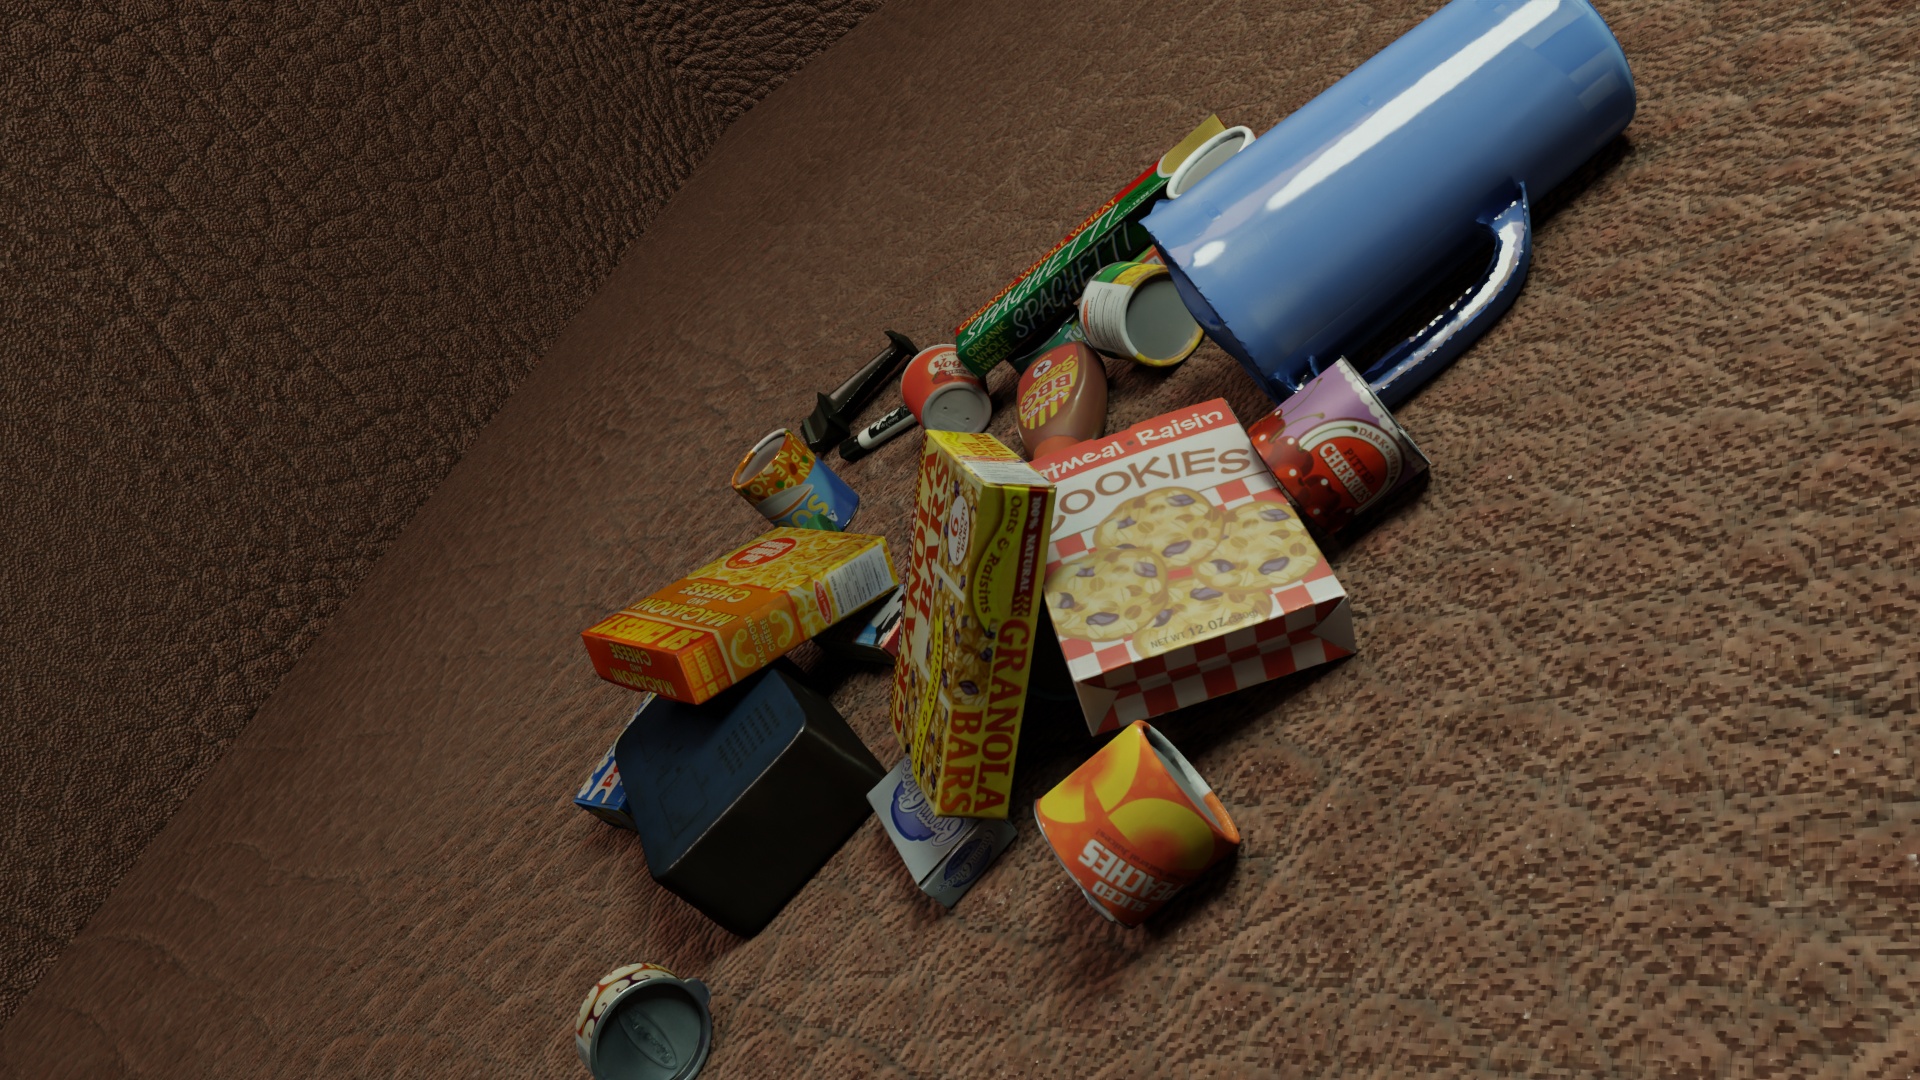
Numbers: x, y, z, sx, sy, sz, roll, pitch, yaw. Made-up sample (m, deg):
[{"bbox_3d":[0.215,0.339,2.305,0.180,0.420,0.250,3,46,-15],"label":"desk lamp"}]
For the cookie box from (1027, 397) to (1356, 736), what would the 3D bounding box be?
[{"bbox_3d":[0.097,0.005,0.664,0.123,0.040,0.168,-18,37,2],"label":"cookie box"}]

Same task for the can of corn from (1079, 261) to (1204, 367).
[{"bbox_3d":[0.123,-0.151,0.919,0.071,0.071,0.058,-48,25,-5],"label":"can of corn"}]

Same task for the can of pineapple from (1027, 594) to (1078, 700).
[{"bbox_3d":[0.052,0.041,0.728,0.071,0.071,0.058,-30,28,30],"label":"can of pineapple"}]

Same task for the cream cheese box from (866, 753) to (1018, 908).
[{"bbox_3d":[-0.012,0.142,0.725,0.053,0.024,0.104,-47,24,-1],"label":"cream cheese box"}]

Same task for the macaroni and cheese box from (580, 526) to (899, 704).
[{"bbox_3d":[-0.141,0.045,0.901,0.167,0.040,0.123,-31,23,-36],"label":"macaroni and cheese box"}]

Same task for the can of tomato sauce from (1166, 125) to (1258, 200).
[{"bbox_3d":[0.185,-0.216,0.898,0.071,0.083,0.071,-36,26,21],"label":"can of tomato sauce"}]

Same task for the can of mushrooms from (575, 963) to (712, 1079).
[{"bbox_3d":[-0.167,0.260,0.739,0.071,0.071,0.033,-55,25,-20],"label":"can of mushrooms"}]

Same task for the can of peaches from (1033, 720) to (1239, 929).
[{"bbox_3d":[0.074,0.118,0.577,0.058,0.071,0.071,-41,25,9],"label":"can of peaches"}]

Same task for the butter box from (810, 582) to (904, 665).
[{"bbox_3d":[-0.057,0.054,0.933,0.103,0.024,0.053,-1,50,57],"label":"butter box"}]

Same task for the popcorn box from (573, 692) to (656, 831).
[{"bbox_3d":[-0.219,0.151,1.023,0.085,0.038,0.127,-7,44,53],"label":"popcorn box"}]

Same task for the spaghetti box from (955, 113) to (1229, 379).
[{"bbox_3d":[0.095,-0.208,0.999,0.249,0.028,0.050,-37,25,19],"label":"spaghetti box"}]

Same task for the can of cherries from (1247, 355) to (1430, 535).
[{"bbox_3d":[0.179,-0.044,0.660,0.058,0.071,0.072,-38,25,16],"label":"can of cherries"}]

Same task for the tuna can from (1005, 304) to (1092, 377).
[{"bbox_3d":[0.069,-0.147,1.035,0.071,0.032,0.071,-36,26,21],"label":"tuna can"}]

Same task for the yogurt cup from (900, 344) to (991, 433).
[{"bbox_3d":[-0.008,-0.109,1.065,0.072,0.072,0.054,-40,33,13],"label":"yogurt cup"}]

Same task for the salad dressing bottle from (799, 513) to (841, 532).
[{"bbox_3d":[-0.154,0.038,1.088,0.147,0.044,0.064,-40,27,12],"label":"salad dressing bottle"}]

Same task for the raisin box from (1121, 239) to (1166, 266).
[{"bbox_3d":[0.166,-0.224,0.996,0.123,0.040,0.086,-32,27,31],"label":"raisin box"}]

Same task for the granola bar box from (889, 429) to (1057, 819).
[{"bbox_3d":[0.001,0.037,0.693,0.124,0.039,0.165,-131,47,-70],"label":"granola bar box"}]

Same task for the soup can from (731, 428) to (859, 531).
[{"bbox_3d":[-0.135,-0.038,1.128,0.071,0.083,0.072,-36,27,21],"label":"soup can"}]

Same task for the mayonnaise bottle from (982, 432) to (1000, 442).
[{"bbox_3d":[0.003,-0.012,0.919,0.064,0.041,0.149,-32,27,24],"label":"mayonnaise bottle"}]

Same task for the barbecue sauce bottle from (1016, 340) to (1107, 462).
[{"bbox_3d":[0.067,-0.073,0.913,0.064,0.043,0.149,-33,28,24],"label":"barbecue sauce bottle"}]
